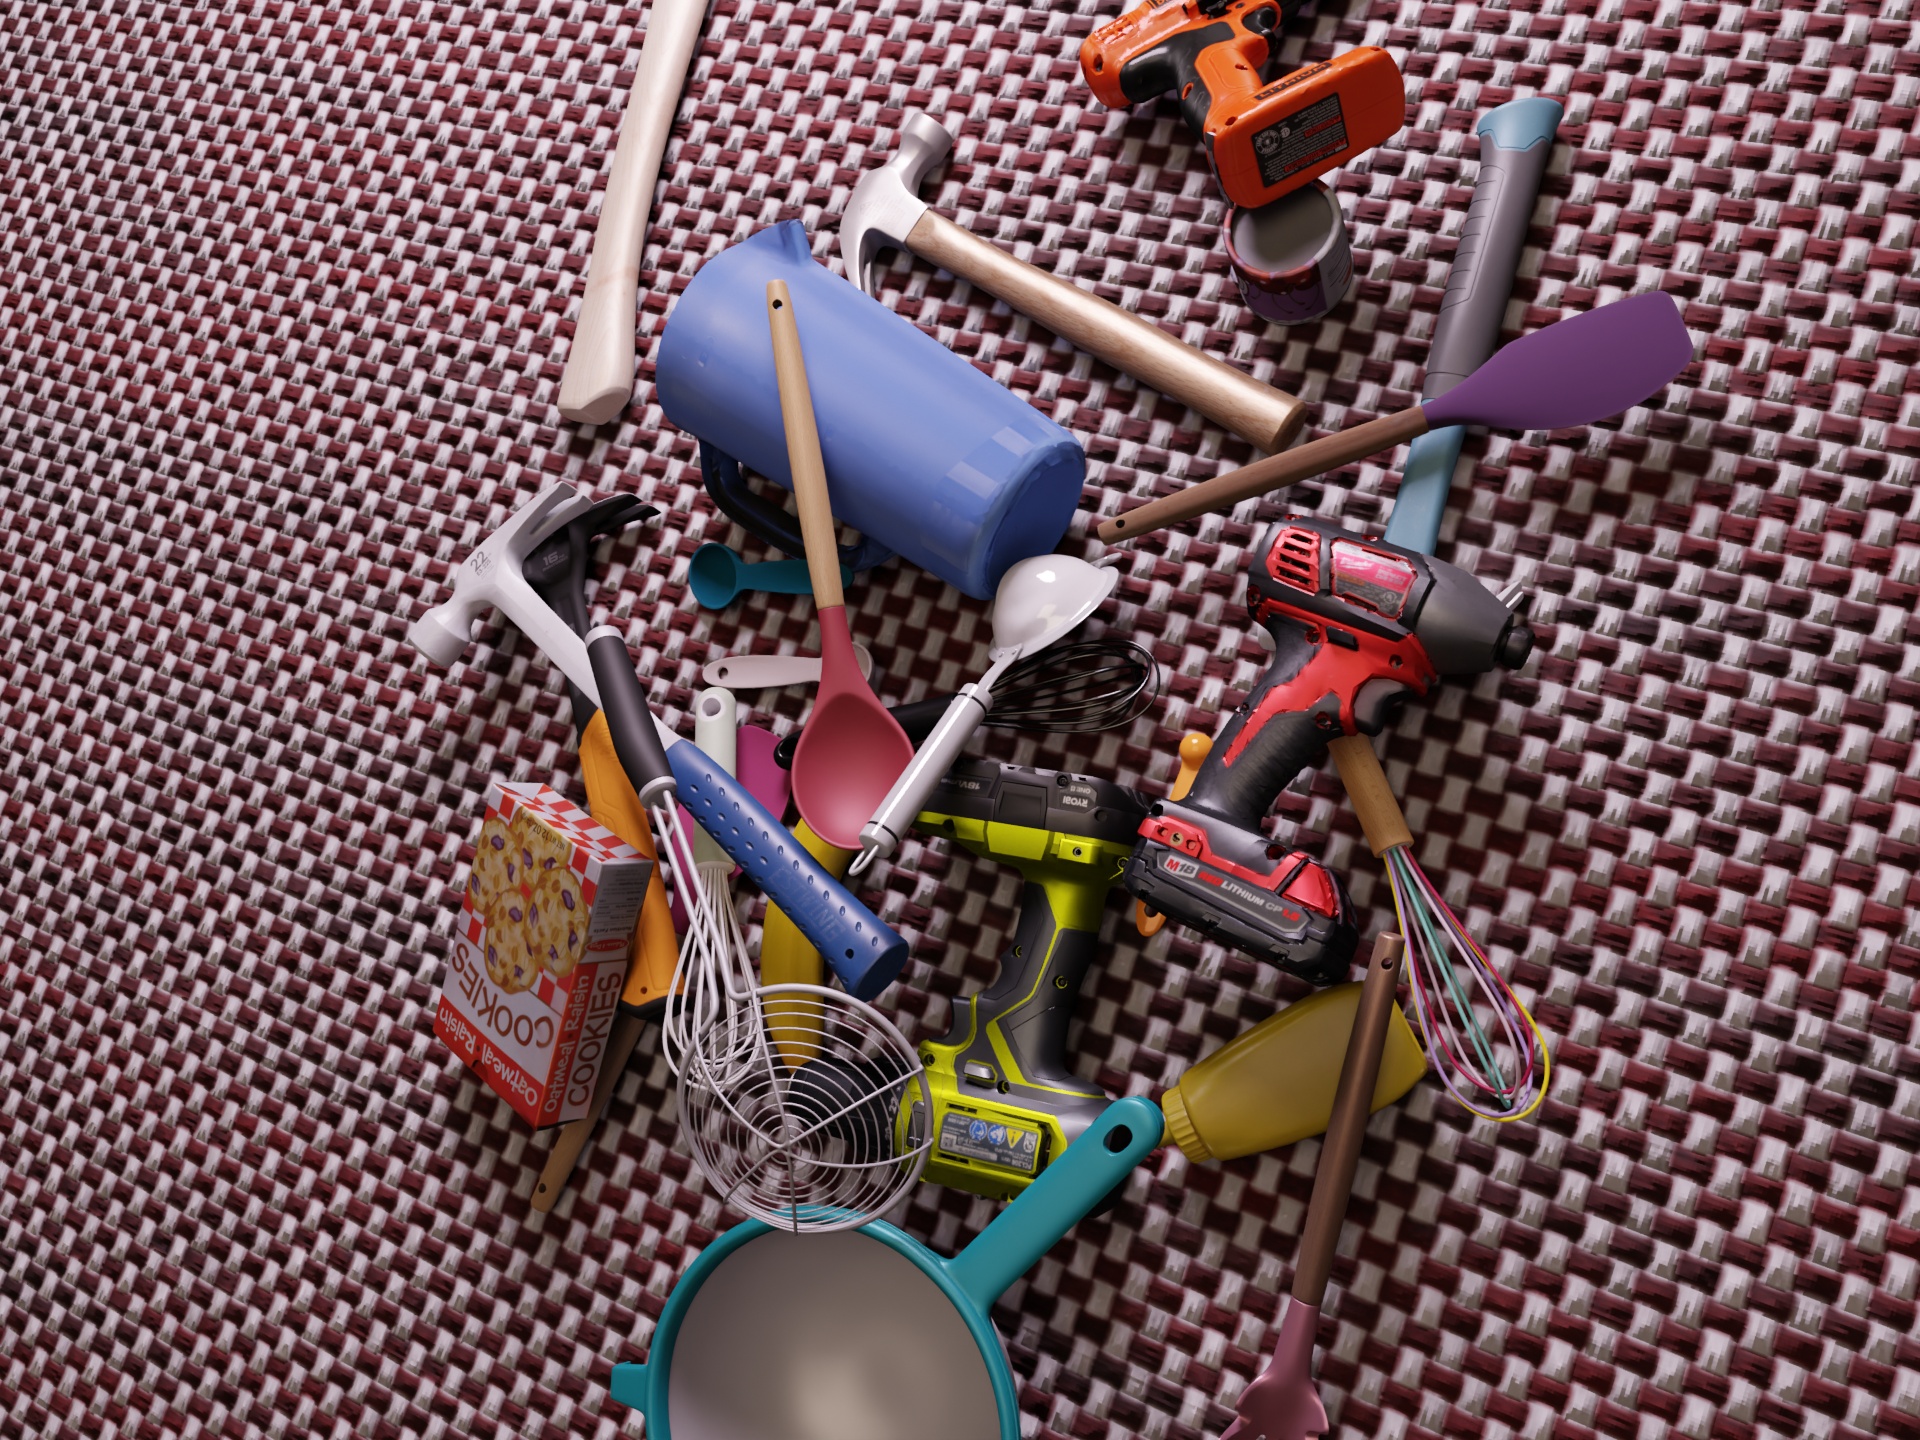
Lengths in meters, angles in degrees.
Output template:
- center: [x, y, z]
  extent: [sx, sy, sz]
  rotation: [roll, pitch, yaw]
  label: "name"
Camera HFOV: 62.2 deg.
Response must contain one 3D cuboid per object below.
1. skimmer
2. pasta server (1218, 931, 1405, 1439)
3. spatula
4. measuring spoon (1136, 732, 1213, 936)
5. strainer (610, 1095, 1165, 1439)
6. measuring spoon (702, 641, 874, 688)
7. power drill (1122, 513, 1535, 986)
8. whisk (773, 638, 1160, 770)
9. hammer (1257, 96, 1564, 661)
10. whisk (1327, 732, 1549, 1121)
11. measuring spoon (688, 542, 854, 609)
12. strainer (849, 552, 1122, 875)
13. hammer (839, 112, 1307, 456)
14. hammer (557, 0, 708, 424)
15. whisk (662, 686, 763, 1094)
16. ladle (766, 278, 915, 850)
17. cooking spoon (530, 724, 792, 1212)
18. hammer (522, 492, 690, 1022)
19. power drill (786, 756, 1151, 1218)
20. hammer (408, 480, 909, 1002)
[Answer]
- center: [-0.126, 0.094, 0.844]
  extent: [0.127, 0.090, 0.364]
  rotation: [-37, 53, 14]
  label: "skimmer"
- center: [0.174, 0.257, 0.768]
  extent: [0.060, 0.040, 0.316]
  rotation: [13, 96, 8]
  label: "pasta server"
- center: [0.223, -0.149, 0.846]
  extent: [0.316, 0.018, 0.060]
  rotation: [-18, 72, 17]
  label: "spatula"
- center: [0.117, 0.062, 0.877]
  extent: [0.021, 0.011, 0.117]
  rotation: [14, 84, 23]
  label: "measuring spoon"
- center: [-0.010, 0.308, 0.815]
  extent: [0.340, 0.095, 0.211]
  rotation: [-47, 69, 11]
  label: "strainer"
- center: [-0.105, -0.029, 0.982]
  extent: [0.124, 0.018, 0.034]
  rotation: [0, 78, 27]
  label: "measuring spoon"
- center: [0.183, 0.013, 0.795]
  extent: [0.143, 0.078, 0.220]
  rotation: [23, 84, 25]
  label: "power drill"
- center: [-0.001, -0.002, 0.916]
  extent: [0.239, 0.055, 0.055]
  rotation: [-13, 74, 19]
  label: "whisk"
- center: [0.266, -0.184, 0.864]
  extent: [0.128, 0.033, 0.331]
  rotation: [14, 83, 23]
  label: "hammer"
- center: [0.234, 0.085, 0.813]
  extent: [0.047, 0.051, 0.245]
  rotation: [-32, 63, 28]
  label: "whisk"
- center: [-0.113, -0.089, 0.981]
  extent: [0.129, 0.021, 0.042]
  rotation: [4, 99, 32]
  label: "measuring spoon"
- center: [0.011, -0.018, 0.852]
  extent: [0.087, 0.050, 0.258]
  rotation: [-10, 39, 53]
  label: "strainer"
- center: [0.059, -0.246, 0.956]
  extent: [0.331, 0.031, 0.130]
  rotation: [35, 91, 23]
  label: "hammer"
- center: [-0.225, -0.404, 1.095]
  extent: [0.146, 0.038, 0.411]
  rotation: [8, 81, 23]
  label: "hammer"
- center: [-0.144, 0.094, 0.931]
  extent: [0.058, 0.059, 0.246]
  rotation: [-7, 67, 9]
  label: "whisk"
- center: [-0.076, -0.086, 0.867]
  extent: [0.069, 0.031, 0.315]
  rotation: [-10, 87, 3]
  label: "ladle"
- center: [-0.185, 0.151, 0.966]
  extent: [0.069, 0.017, 0.319]
  rotation: [25, 87, 23]
  label: "cooking spoon"
- center: [-0.213, 0.021, 0.984]
  extent: [0.127, 0.034, 0.337]
  rotation: [-25, 67, 16]
  label: "hammer"
- center: [0.008, 0.139, 0.867]
  extent: [0.190, 0.080, 0.228]
  rotation: [8, 84, 22]
  label: "power drill"
- center: [-0.172, 0.010, 0.926]
  extent: [0.406, 0.035, 0.144]
  rotation: [41, 93, 28]
  label: "hammer"
